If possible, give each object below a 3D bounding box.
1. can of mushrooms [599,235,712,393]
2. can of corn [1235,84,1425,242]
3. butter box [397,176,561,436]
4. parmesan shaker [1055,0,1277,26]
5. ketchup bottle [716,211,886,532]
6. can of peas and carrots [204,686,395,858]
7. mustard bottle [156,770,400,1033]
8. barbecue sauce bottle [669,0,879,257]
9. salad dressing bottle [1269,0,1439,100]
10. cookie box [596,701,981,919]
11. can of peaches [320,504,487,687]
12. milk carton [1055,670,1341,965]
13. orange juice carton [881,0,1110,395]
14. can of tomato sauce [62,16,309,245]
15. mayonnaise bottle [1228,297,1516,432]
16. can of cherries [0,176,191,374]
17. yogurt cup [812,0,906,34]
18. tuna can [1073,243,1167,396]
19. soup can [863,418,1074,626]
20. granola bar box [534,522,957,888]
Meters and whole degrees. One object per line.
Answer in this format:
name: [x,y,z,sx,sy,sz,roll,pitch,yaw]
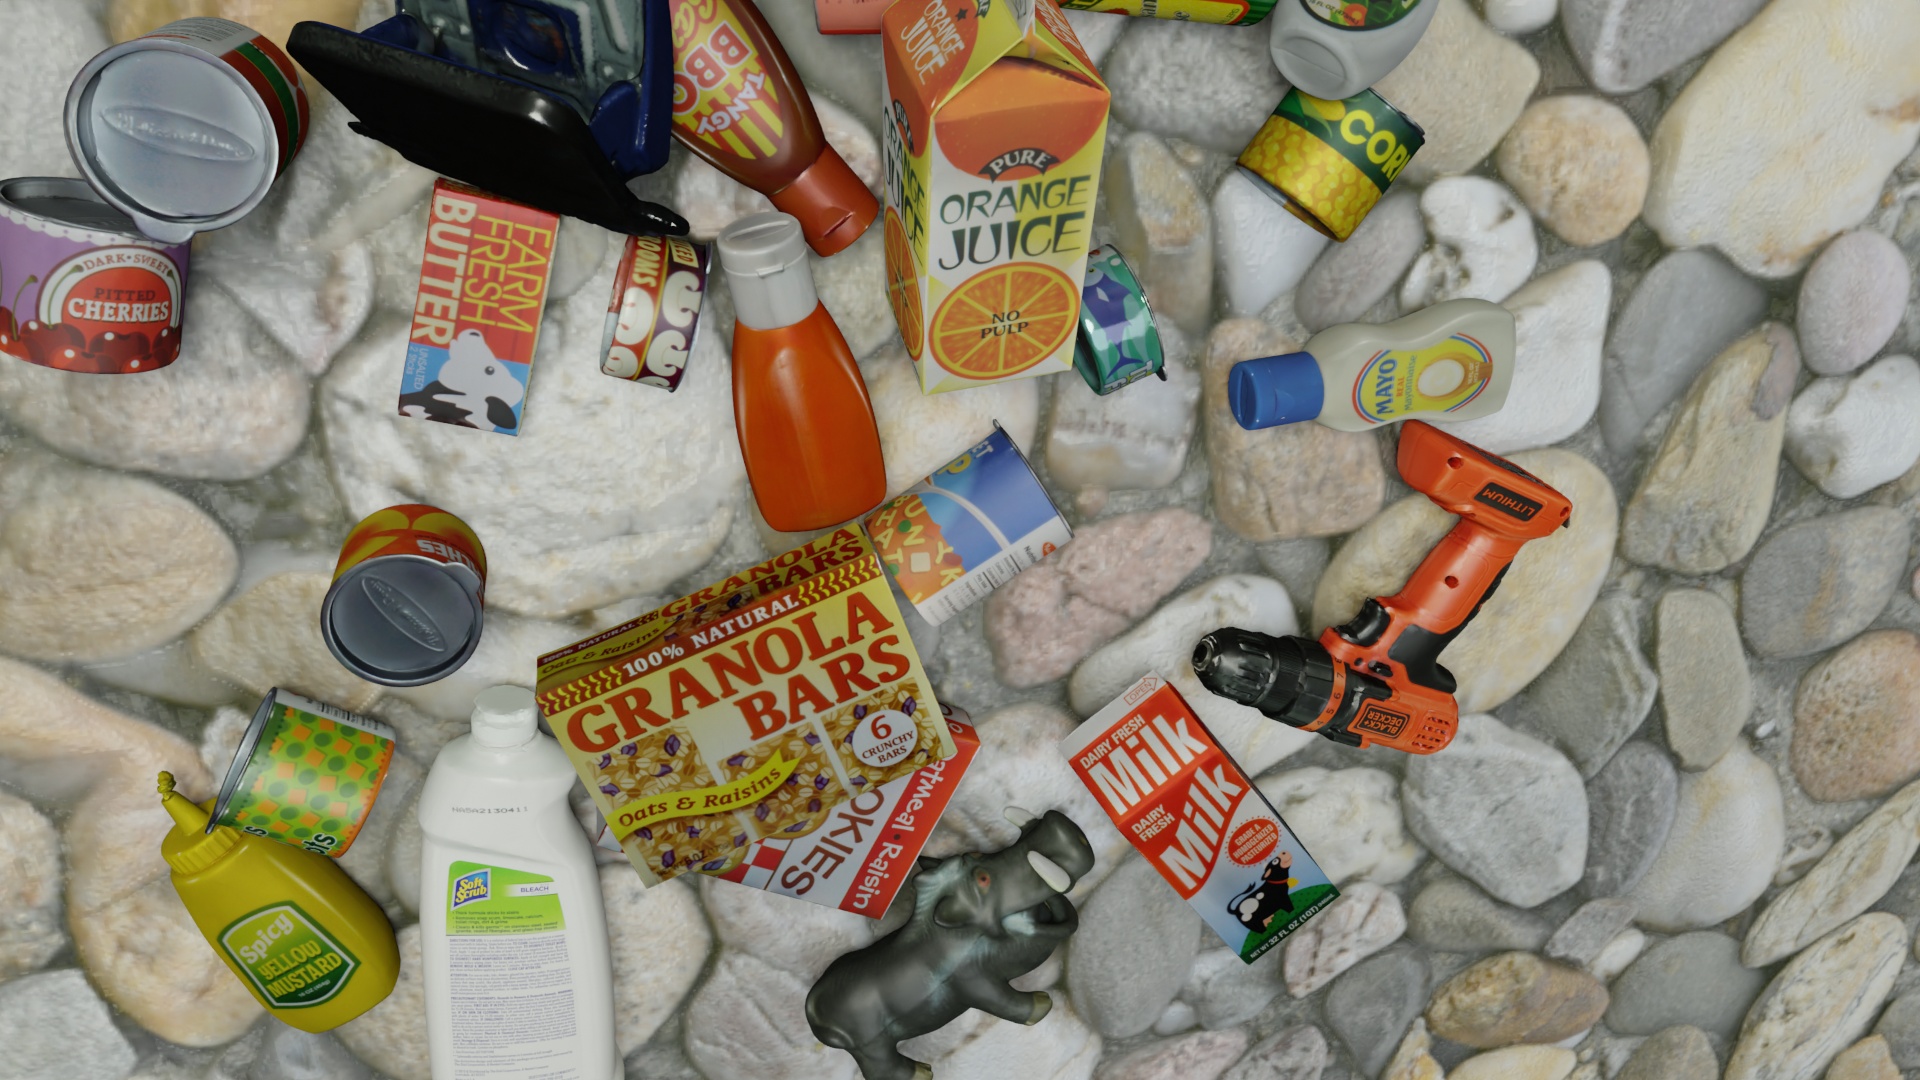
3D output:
can of mushrooms: [-0.132,-0.101,0.599,0.033,0.071,0.070,13,111,-20]
can of corn: [0.174,-0.181,0.652,0.071,0.071,0.058,30,104,-27]
butter box: [-0.209,-0.100,0.602,0.053,0.024,0.103,9,112,-21]
parmesan shaker: [0.083,-0.255,0.588,0.103,0.071,0.071,-1,115,-17]
ketchup bottle: [-0.075,-0.073,0.627,0.065,0.044,0.148,-17,131,-8]
can of peas and carrots: [-0.307,0.111,0.648,0.058,0.071,0.070,26,105,-26]
mustard bottle: [-0.342,0.173,0.678,0.065,0.049,0.159,-29,120,-3]
barbecue sauce bottle: [-0.094,-0.185,0.584,0.065,0.044,0.148,-37,120,13]
salad dressing bottle: [0.192,-0.263,0.611,0.148,0.064,0.044,-55,163,-11]
cookie box: [-0.090,0.124,0.737,0.167,0.040,0.122,22,107,-24]
can of peaches: [-0.248,0.023,0.630,0.071,0.058,0.071,-7,116,-14]
milk carton: [0.133,0.152,0.798,0.072,0.074,0.190,-40,119,5]
orange juice carton: [0.011,-0.154,0.572,0.073,0.072,0.191,-12,144,-11]
can of tomato sauce: [-0.284,-0.155,0.518,0.071,0.083,0.071,-7,117,-13]
mayonnaise bottle: [0.215,-0.086,0.727,0.148,0.041,0.064,-11,119,-12]
can of cherries: [-0.335,-0.102,0.536,0.071,0.072,0.058,10,112,-21]
yogurt cup: [-0.036,-0.238,0.566,0.054,0.073,0.072,-9,118,-3]
tuna can: [0.069,-0.102,0.660,0.033,0.071,0.070,-25,119,-2]
soup can: [0.002,-0.009,0.688,0.084,0.071,0.071,-33,120,1]
granola bar box: [-0.100,0.079,0.667,0.166,0.039,0.123,-23,118,-5]
